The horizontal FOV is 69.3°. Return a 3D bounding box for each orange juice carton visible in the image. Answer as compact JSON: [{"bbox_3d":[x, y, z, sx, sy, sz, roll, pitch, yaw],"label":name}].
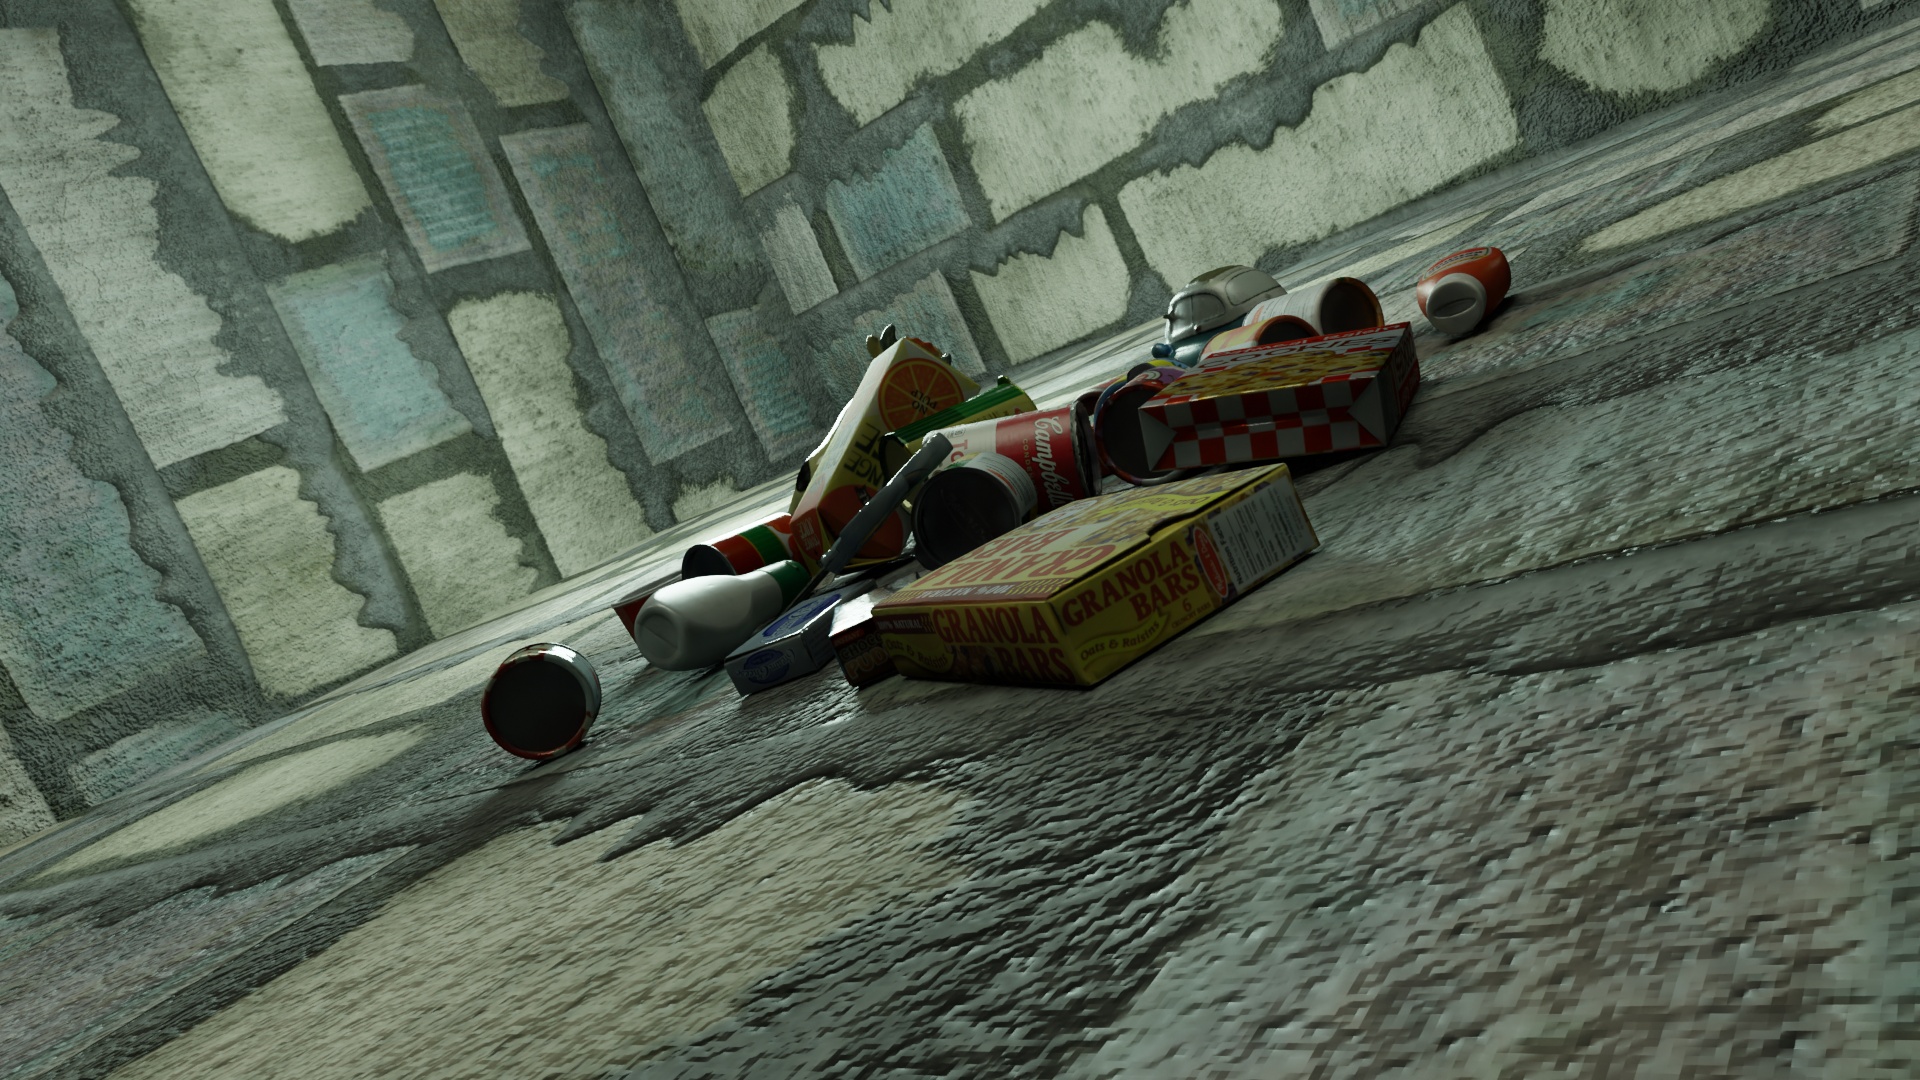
[{"bbox_3d":[-0.064,-0.046,1.029,0.193,0.073,0.071,-65,17,-19],"label":"orange juice carton"}]

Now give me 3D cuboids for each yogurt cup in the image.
[{"bbox_3d":[-0.225,0.058,1.064,0.072,0.054,0.072,-23,7,3],"label":"yogurt cup"}]

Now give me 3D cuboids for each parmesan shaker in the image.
[{"bbox_3d":[0.000,-0.066,0.983,0.103,0.071,0.071,-25,7,-25],"label":"parmesan shaker"}]

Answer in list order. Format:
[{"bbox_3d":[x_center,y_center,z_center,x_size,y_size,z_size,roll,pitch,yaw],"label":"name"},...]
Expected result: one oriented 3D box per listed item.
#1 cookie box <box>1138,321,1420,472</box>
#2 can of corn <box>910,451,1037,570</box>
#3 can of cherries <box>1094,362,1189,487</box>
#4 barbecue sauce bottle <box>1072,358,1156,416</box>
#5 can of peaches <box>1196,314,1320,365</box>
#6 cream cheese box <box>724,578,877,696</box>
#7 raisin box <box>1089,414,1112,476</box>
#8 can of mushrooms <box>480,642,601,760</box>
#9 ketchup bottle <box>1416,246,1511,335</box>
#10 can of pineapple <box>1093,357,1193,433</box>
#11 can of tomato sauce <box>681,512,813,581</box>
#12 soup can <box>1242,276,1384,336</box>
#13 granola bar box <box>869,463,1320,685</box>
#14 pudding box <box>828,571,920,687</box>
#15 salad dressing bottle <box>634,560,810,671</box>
[{"bbox_3d":[0.184,-0.081,0.776,0.123,0.040,0.168,-6,15,25],"label":"cookie box"},{"bbox_3d":[0.008,-0.015,0.832,0.071,0.071,0.058,-21,7,17],"label":"can of corn"},{"bbox_3d":[0.121,-0.074,0.869,0.071,0.071,0.058,-20,9,28],"label":"can of cherries"},{"bbox_3d":[0.175,-0.143,1.288,0.149,0.043,0.064,-28,8,-32],"label":"barbecue sauce bottle"},{"bbox_3d":[0.199,-0.111,0.907,0.071,0.071,0.058,-27,8,-26],"label":"can of peaches"},{"bbox_3d":[-0.087,0.053,0.795,0.053,0.024,0.104,-21,8,24],"label":"cream cheese box"},{"bbox_3d":[0.126,-0.081,1.023,0.123,0.040,0.086,-19,8,25],"label":"raisin box"},{"bbox_3d":[-0.253,0.098,0.833,0.071,0.071,0.033,-24,8,-5],"label":"can of mushrooms"},{"bbox_3d":[0.351,-0.173,0.972,0.064,0.043,0.149,-20,9,27],"label":"ketchup bottle"},{"bbox_3d":[0.128,-0.084,0.934,0.071,0.071,0.058,-19,9,34],"label":"can of pineapple"},{"bbox_3d":[-0.156,0.023,1.046,0.071,0.071,0.083,-17,6,43],"label":"can of tomato sauce"},{"bbox_3d":[0.260,-0.152,1.021,0.071,0.071,0.083,-27,9,-26],"label":"soup can"},{"bbox_3d":[0.050,0.016,0.590,0.125,0.039,0.165,-28,8,-26],"label":"granola bar box"},{"bbox_3d":[-0.037,0.044,0.692,0.050,0.030,0.084,-24,7,1],"label":"pudding box"},{"bbox_3d":[-0.156,0.046,0.944,0.148,0.064,0.043,-23,-41,-59],"label":"salad dressing bottle"}]
